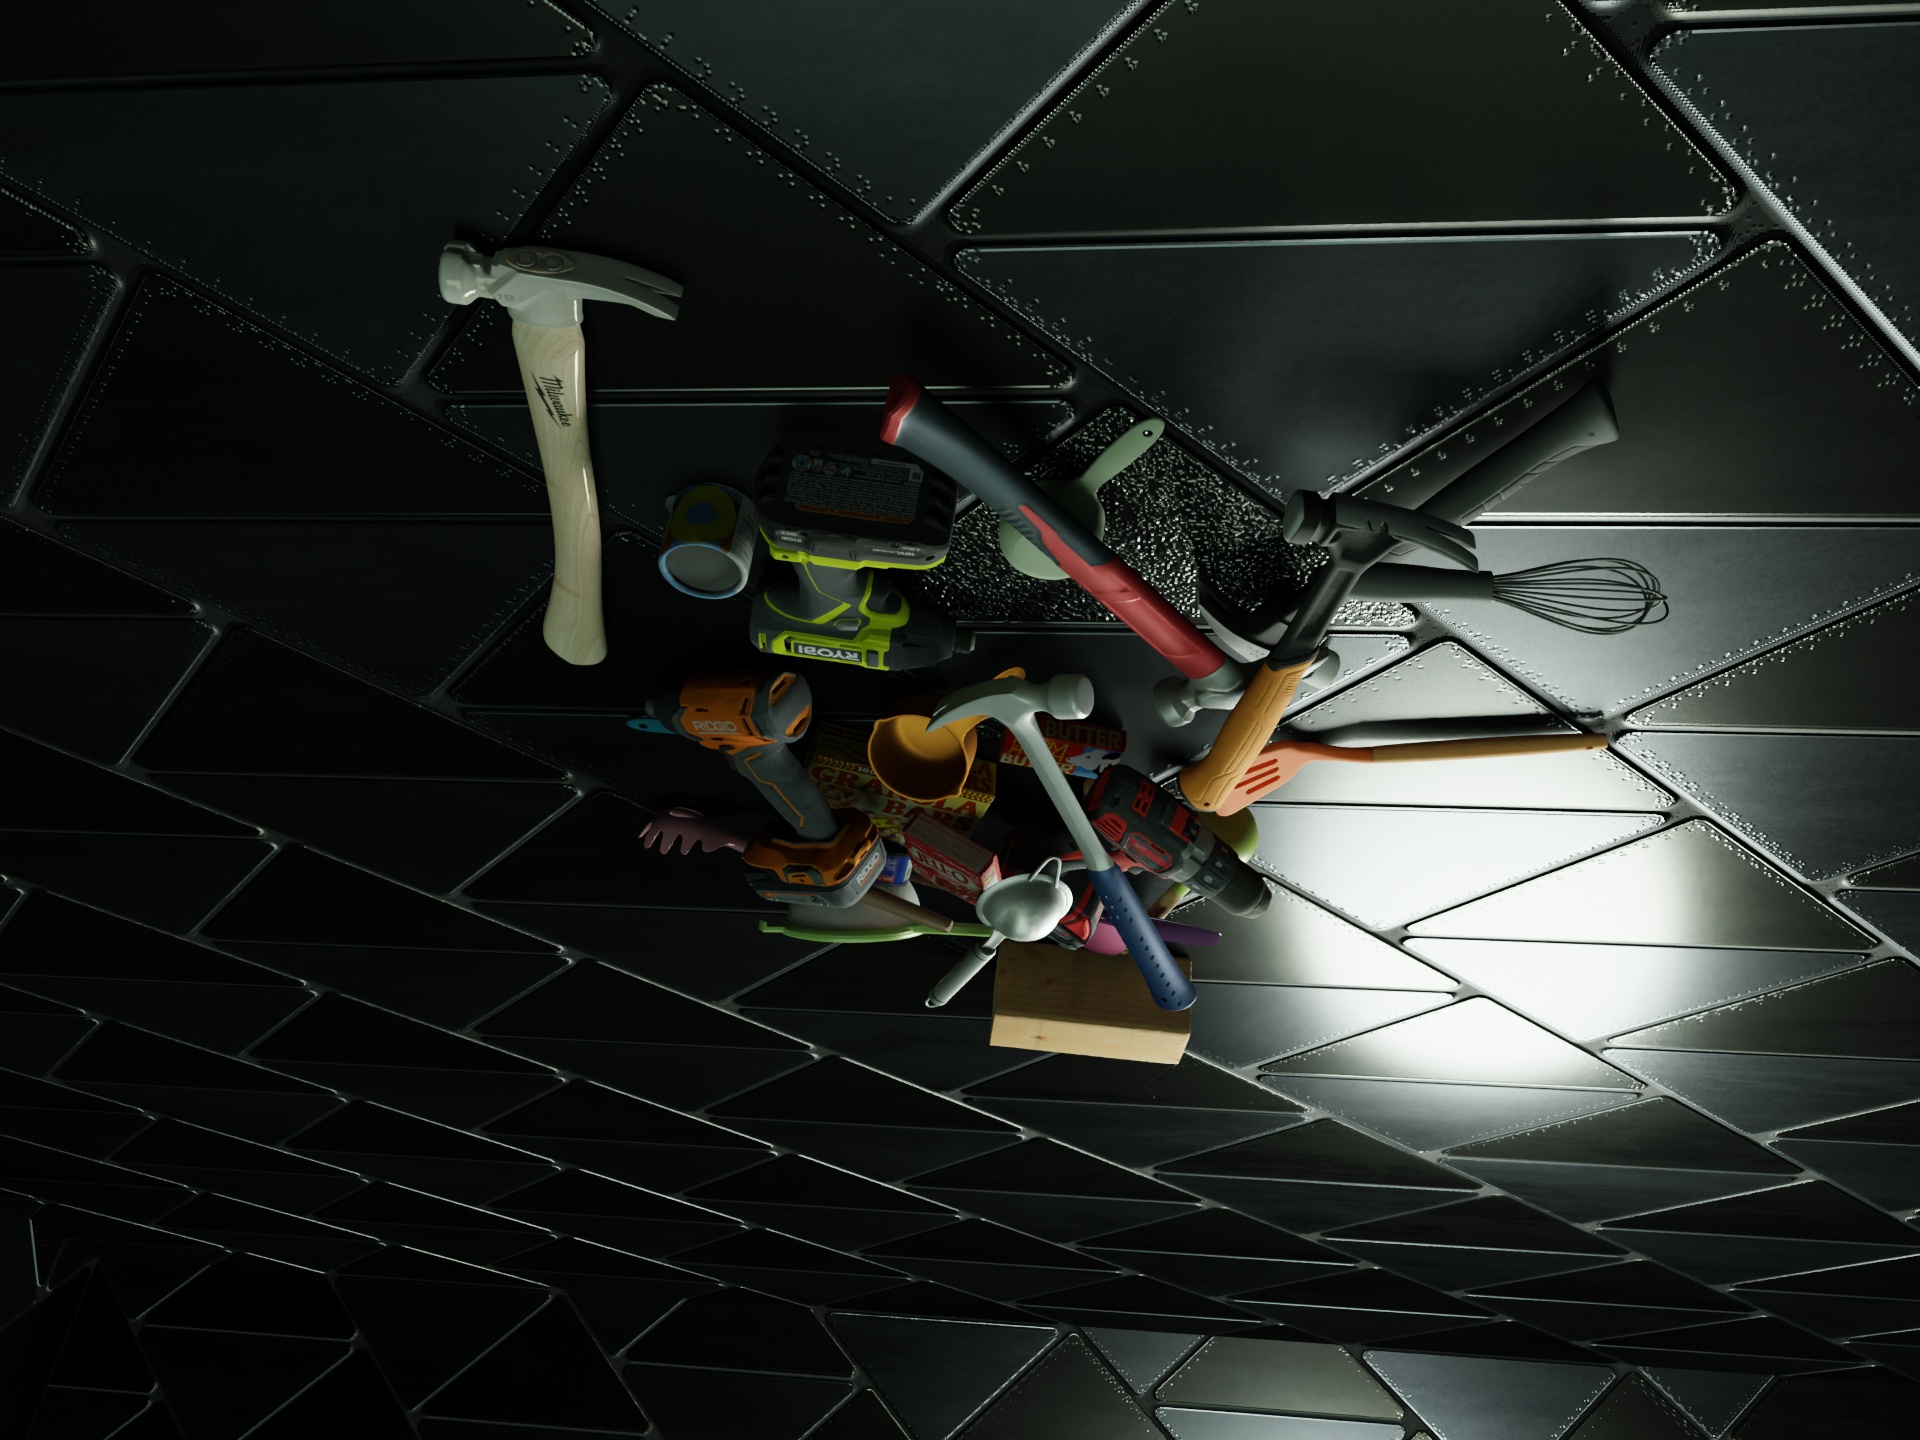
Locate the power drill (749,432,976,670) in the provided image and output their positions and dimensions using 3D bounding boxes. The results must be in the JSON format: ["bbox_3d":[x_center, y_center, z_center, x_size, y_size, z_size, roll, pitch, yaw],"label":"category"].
[{"bbox_3d":[-0.068,-0.108,1.151,0.171,0.080,0.223,8,155,0],"label":"power drill"}]

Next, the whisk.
[{"bbox_3d":[0.361,-0.089,1.089,0.239,0.055,0.055,4,146,8],"label":"whisk"}]

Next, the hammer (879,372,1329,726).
[{"bbox_3d":[0.097,-0.118,1.088,0.143,0.038,0.385,-24,136,34],"label":"hammer"}]

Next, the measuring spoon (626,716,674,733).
[{"bbox_3d":[-0.234,0.015,1.413,0.128,0.021,0.042,6,146,-2],"label":"measuring spoon"}]

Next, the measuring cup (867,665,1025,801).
[{"bbox_3d":[-0.002,-0.004,1.321,0.095,0.052,0.173,42,122,-12],"label":"measuring cup"}]

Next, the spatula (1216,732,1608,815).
[{"bbox_3d":[0.370,0.035,1.329,0.322,0.041,0.080,-4,143,14],"label":"spatula"}]

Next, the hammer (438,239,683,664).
[{"bbox_3d":[-0.272,-0.168,1.145,0.146,0.038,0.410,8,146,-4],"label":"hammer"}]

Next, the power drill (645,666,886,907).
[{"bbox_3d":[-0.172,0.051,1.363,0.164,0.084,0.226,1,129,36],"label":"power drill"}]

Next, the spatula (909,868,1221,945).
[{"bbox_3d":[0.100,0.186,1.576,0.316,0.018,0.059,12,155,6],"label":"spatula"}]

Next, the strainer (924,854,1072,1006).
[{"bbox_3d":[0.028,0.207,1.452,0.086,0.050,0.258,14,140,-22],"label":"strainer"}]

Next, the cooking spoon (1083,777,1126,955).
[{"bbox_3d":[0.130,0.150,1.548,0.069,0.017,0.318,15,146,16],"label":"cooking spoon"}]

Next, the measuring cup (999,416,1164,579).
[{"bbox_3d":[0.088,-0.152,1.104,0.083,0.038,0.167,23,144,-22],"label":"measuring cup"}]

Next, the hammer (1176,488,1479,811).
[{"bbox_3d":[0.235,-0.032,1.133,0.127,0.034,0.336,11,143,-8],"label":"hammer"}]

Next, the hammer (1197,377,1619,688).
[{"bbox_3d":[0.309,-0.130,1.104,0.146,0.035,0.334,24,142,-25],"label":"hammer"}]

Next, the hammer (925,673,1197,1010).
[{"bbox_3d":[0.107,0.112,1.327,0.144,0.035,0.405,-2,135,32],"label":"hammer"}]

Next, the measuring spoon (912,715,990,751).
[{"bbox_3d":[0.007,0.003,1.360,0.124,0.018,0.034,-24,135,35],"label":"measuring spoon"}]

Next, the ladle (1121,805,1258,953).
[{"bbox_3d":[0.206,0.161,1.549,0.078,0.062,0.320,13,152,-6],"label":"ladle"}]

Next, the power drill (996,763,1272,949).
[{"bbox_3d":[0.149,0.135,1.423,0.187,0.080,0.226,36,145,-15],"label":"power drill"}]

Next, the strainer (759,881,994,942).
[{"bbox_3d":[-0.057,0.172,1.534,0.256,0.069,0.151,0,-178,26],"label":"strainer"}]

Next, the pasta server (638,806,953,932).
[{"bbox_3d":[-0.156,0.144,1.500,0.316,0.060,0.040,20,108,12],"label":"pasta server"}]
